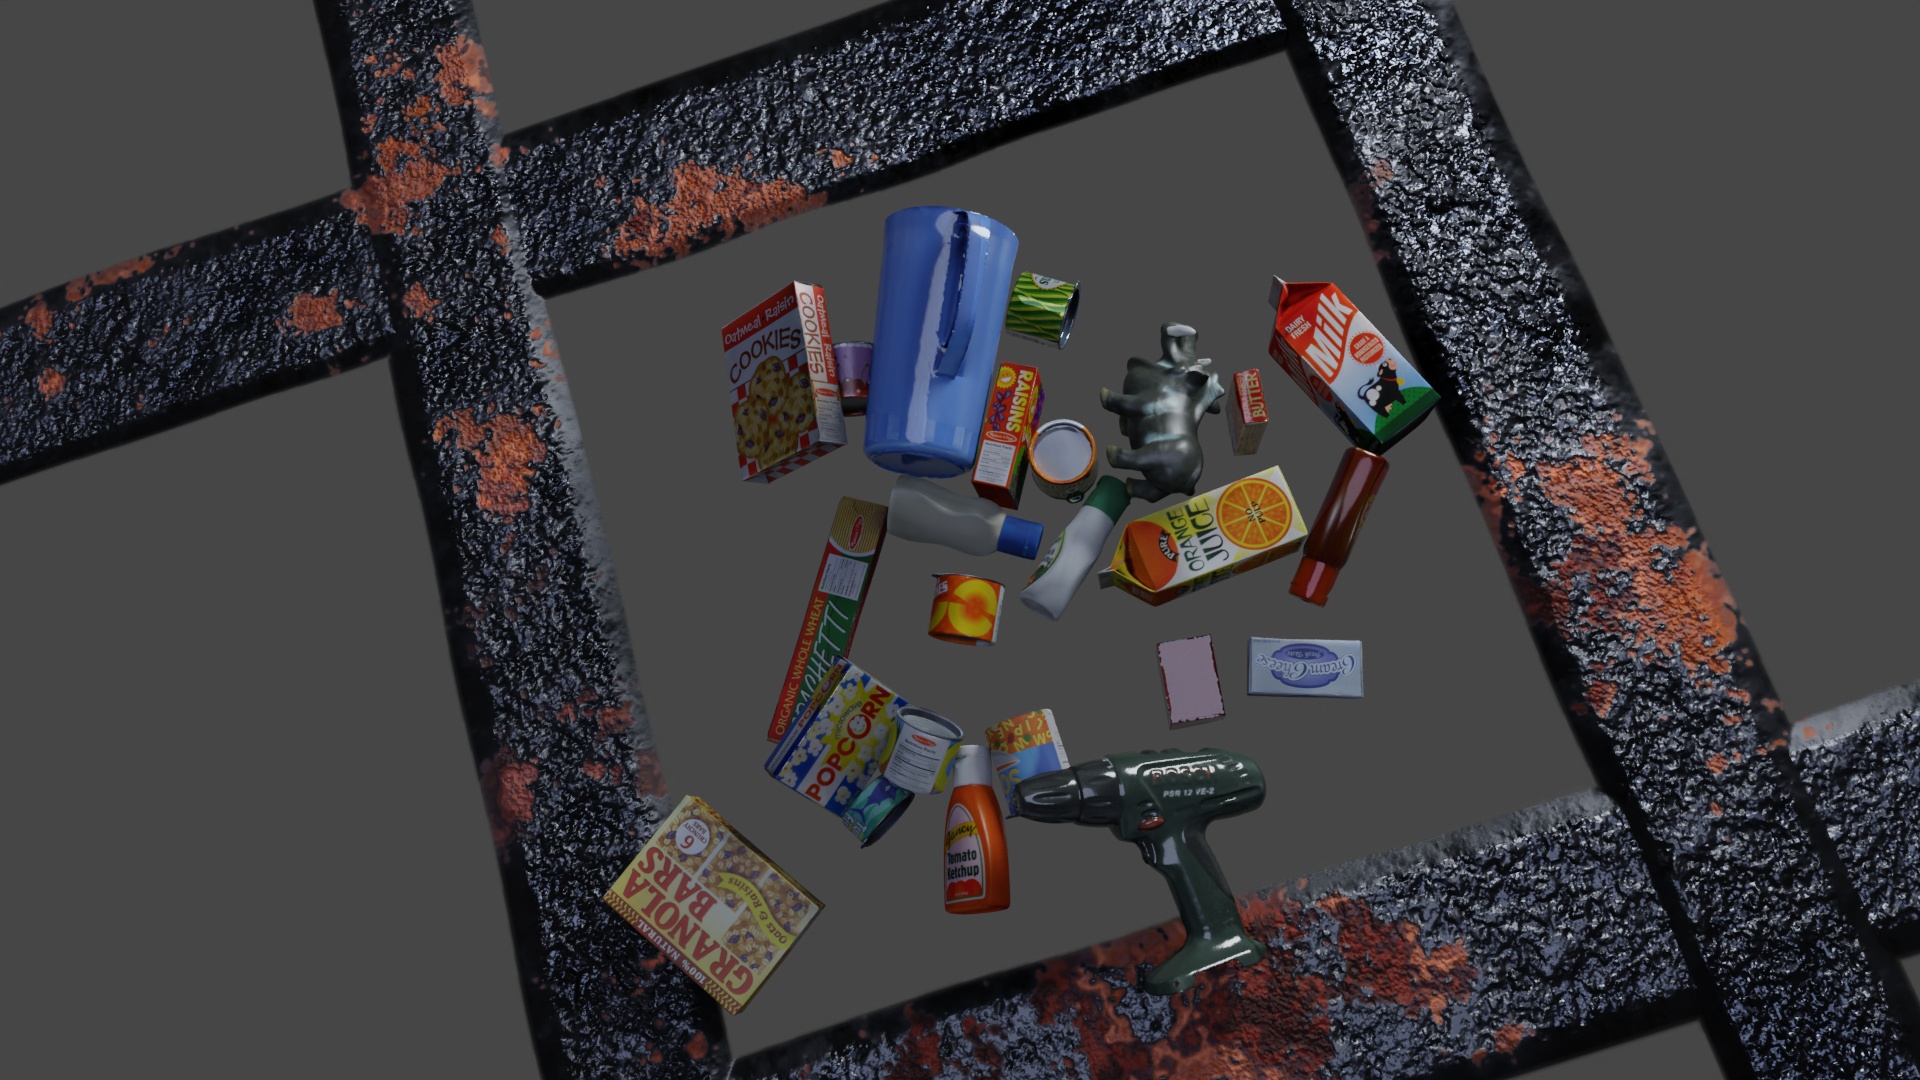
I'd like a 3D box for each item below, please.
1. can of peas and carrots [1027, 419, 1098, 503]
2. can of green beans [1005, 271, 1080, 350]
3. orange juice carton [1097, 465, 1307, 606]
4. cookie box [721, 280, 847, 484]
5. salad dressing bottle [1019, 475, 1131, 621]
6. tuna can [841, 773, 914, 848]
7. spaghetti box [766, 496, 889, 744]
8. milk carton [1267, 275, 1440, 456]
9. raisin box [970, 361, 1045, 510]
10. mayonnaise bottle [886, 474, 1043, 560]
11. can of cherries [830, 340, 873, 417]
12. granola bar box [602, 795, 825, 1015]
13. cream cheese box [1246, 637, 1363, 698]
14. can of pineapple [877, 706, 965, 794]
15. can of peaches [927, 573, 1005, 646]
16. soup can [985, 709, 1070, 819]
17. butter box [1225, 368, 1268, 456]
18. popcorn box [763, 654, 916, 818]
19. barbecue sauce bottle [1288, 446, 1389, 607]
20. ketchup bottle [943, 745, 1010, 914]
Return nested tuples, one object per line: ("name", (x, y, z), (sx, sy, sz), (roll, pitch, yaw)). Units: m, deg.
("can of peas and carrots", (0.100, -0.076, 1.342), (0.071, 0.058, 0.071), (-2, 77, 7))
("can of green beans", (0.082, -0.228, 1.377), (0.058, 0.071, 0.071), (18, 80, 11))
("orange juice carton", (0.219, 0.004, 1.303), (0.193, 0.071, 0.073), (-21, 75, 1))
("cookie box", (-0.175, -0.155, 1.370), (0.122, 0.040, 0.168), (-22, 71, 40))
("salad dressing bottle", (0.112, 0.006, 1.323), (0.044, 0.064, 0.148), (35, 74, -1))
("tuna can", (-0.078, 0.249, 1.280), (0.033, 0.071, 0.071), (41, 84, 15))
("spaghetti box", (-0.126, 0.081, 1.345), (0.050, 0.028, 0.250), (14, 79, 9))
("milk carton", (0.360, -0.174, 1.329), (0.073, 0.072, 0.191), (-38, 75, -3))
("raisin box", (0.047, -0.100, 1.340), (0.040, 0.086, 0.123), (12, 79, 12))
("mayonnaise bottle", (0.005, -0.017, 1.340), (0.148, 0.064, 0.041), (15, 40, 6))
("can of cherries", (-0.106, -0.160, 1.382), (0.071, 0.071, 0.058), (-7, 76, 5))
("granola bar box", (-0.228, 0.337, 1.291), (0.166, 0.039, 0.124), (37, 83, 13))
("cream cheese box", (0.319, 0.119, 1.288), (0.104, 0.024, 0.053), (1, 77, 7))
("can of pineapple", (-0.036, 0.192, 1.275), (0.071, 0.071, 0.057), (23, 99, 11))
("can of peaches", (0.003, 0.066, 1.315), (0.071, 0.071, 0.058), (7, 79, 8))
("soup can", (0.063, 0.205, 1.275), (0.071, 0.071, 0.084), (-19, 75, 2))
("butter box", (0.269, -0.119, 1.310), (0.024, 0.103, 0.053), (-9, 75, 4))
("popcorn box", (-0.112, 0.183, 1.293), (0.085, 0.038, 0.127), (38, 81, -27))
("barbecue sauce bottle", (0.352, -0.012, 1.299), (0.044, 0.065, 0.148), (24, 89, 14))
("ketchup bottle", (0.013, 0.264, 1.274), (0.064, 0.043, 0.149), (-21, 62, 40))
